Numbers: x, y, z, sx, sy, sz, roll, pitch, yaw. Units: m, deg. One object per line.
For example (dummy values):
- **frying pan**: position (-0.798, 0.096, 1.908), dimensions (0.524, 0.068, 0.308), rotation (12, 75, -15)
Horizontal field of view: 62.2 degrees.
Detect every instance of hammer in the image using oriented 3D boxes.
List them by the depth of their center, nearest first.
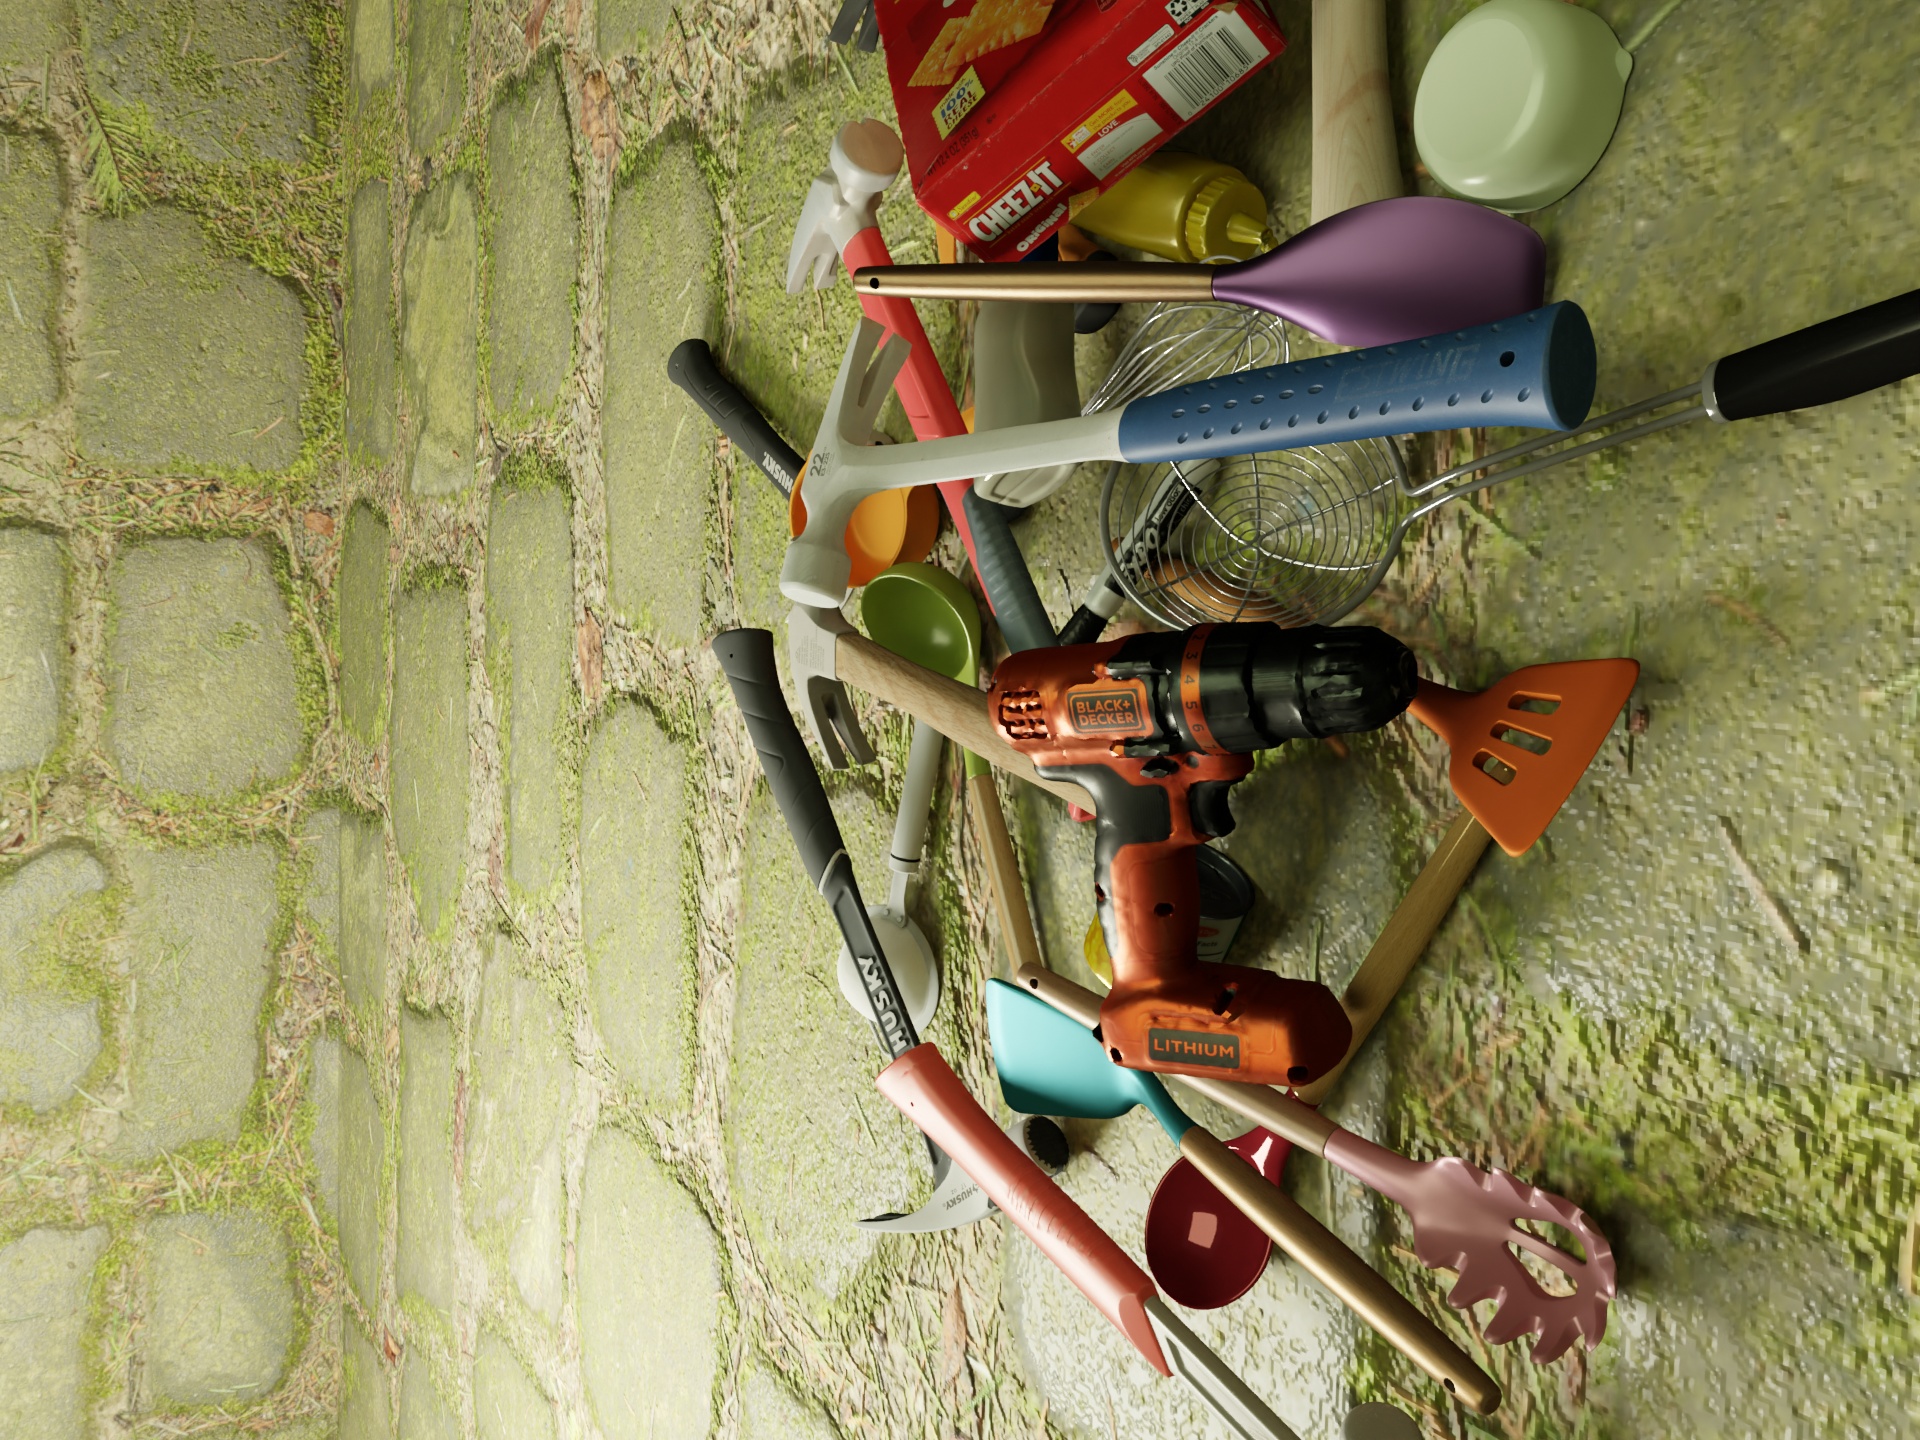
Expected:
- **hammer**: position (0.064, -0.126, 0.668), dimensions (0.406, 0.035, 0.144), rotation (2, 77, 48)
- **hammer**: position (0.160, -0.368, 0.675), dimensions (0.146, 0.038, 0.410), rotation (5, 95, 59)
- **hammer**: position (0.071, 0.273, 0.761), dimensions (0.359, 0.036, 0.149), rotation (34, 135, 46)
- **hammer**: position (-0.001, -0.003, 0.840), dimensions (0.332, 0.031, 0.130), rotation (27, 122, 50)
- **hammer**: position (-0.003, -0.123, 0.868), dimensions (0.386, 0.038, 0.143), rotation (68, 156, 11)
- **hammer**: position (0.011, -0.342, 0.906), dimensions (0.127, 0.034, 0.337), rotation (-49, 51, 40)
- **hammer**: position (-0.072, 0.113, 0.972), dimensions (0.149, 0.036, 0.409), rotation (-40, 62, 31)
- **hammer**: position (-0.147, -0.198, 1.160), dimensions (0.335, 0.035, 0.146), rotation (48, 128, 46)

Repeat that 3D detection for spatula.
- **spatula**: position (0.086, -0.190, 0.681), dimensions (0.316, 0.018, 0.059), rotation (9, 115, 30)
- **spatula**: position (0.152, -0.035, 0.686), dimensions (0.081, 0.041, 0.323), rotation (-59, 37, 4)
- **spatula**: position (0.108, 0.204, 0.699), dimensions (0.318, 0.044, 0.082), rotation (31, 134, 57)

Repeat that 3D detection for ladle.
- **ladle**: position (0.160, 0.143, 0.691), dimensions (0.069, 0.031, 0.315), rotation (52, 130, 41)
- **ladle**: position (0.007, 0.059, 0.903), dimensions (0.078, 0.062, 0.320), rotation (-34, 65, 51)

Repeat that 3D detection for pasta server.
- **pasta server**: position (0.133, 0.168, 0.677), dimensions (0.316, 0.040, 0.060), rotation (22, 98, 44)

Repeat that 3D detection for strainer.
- **strainer**: position (-0.039, 0.095, 0.992), dimensions (0.087, 0.050, 0.258), rotation (21, 105, 39)

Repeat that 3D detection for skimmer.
- **skimmer**: position (0.197, -0.108, 0.566), dimensions (0.363, 0.090, 0.127), rotation (-15, 61, 55)

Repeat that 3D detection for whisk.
- **whisk**: position (0.070, -0.151, 0.806), dimensions (0.284, 0.070, 0.070), rotation (-25, 69, 59)

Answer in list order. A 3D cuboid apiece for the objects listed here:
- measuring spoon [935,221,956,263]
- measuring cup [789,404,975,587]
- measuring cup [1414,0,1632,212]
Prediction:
- **measuring spoon**: position (-0.006, -0.310, 0.963), dimensions (0.021, 0.011, 0.117), rotation (-14, 75, 48)
- **measuring cup**: position (-0.025, -0.145, 0.961), dimensions (0.173, 0.052, 0.095), rotation (-31, 81, 29)
- **measuring cup**: position (0.202, -0.279, 0.605), dimensions (0.083, 0.038, 0.167), rotation (-12, 82, 57)
